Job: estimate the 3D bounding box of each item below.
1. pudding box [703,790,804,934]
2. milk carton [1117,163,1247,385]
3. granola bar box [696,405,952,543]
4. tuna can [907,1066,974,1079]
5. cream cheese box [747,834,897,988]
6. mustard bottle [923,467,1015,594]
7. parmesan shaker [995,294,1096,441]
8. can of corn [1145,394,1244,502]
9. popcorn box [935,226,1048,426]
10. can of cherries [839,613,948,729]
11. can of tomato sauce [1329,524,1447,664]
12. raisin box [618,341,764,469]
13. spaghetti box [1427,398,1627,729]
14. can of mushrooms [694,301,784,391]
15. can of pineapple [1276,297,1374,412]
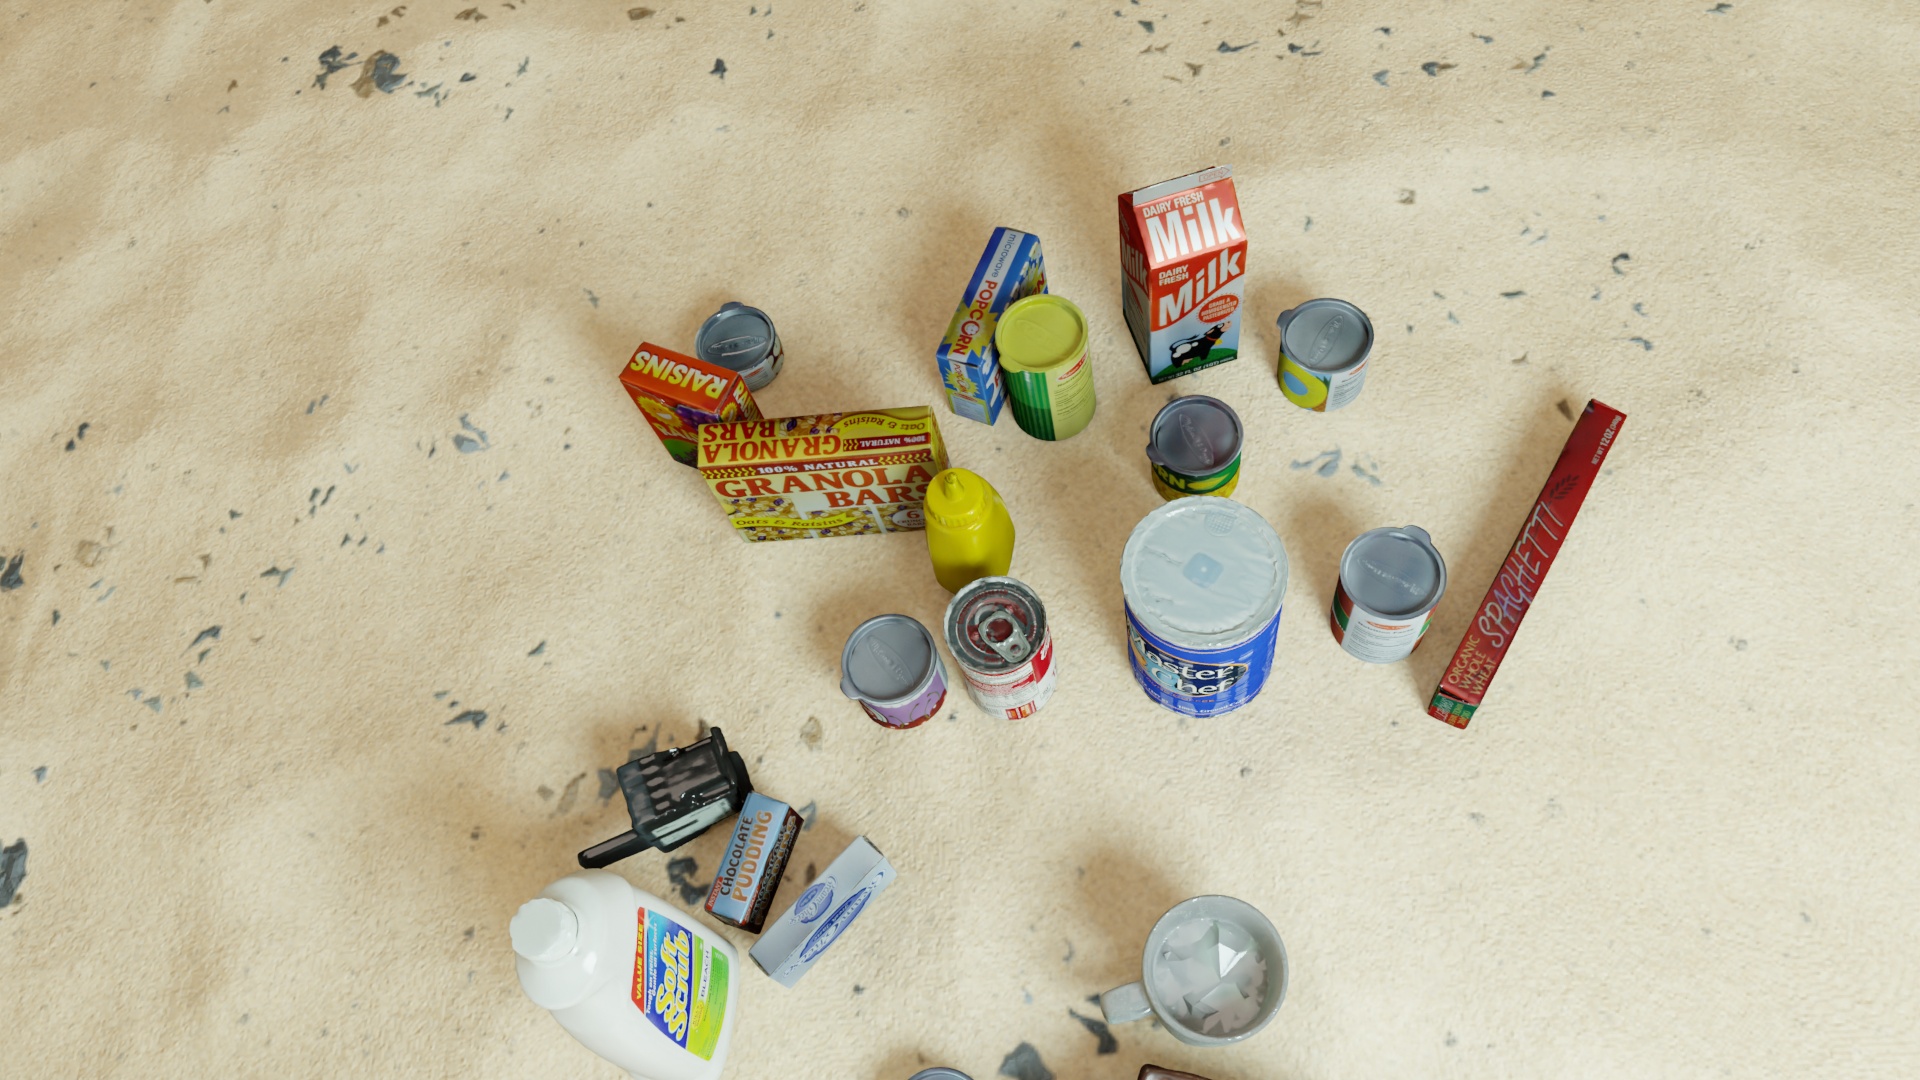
[{"bbox_3d":[-0.137,0.214,0.924,0.030,0.049,0.084,14,67,15],"label":"pudding box"},{"bbox_3d":[0.160,-0.200,1.004,0.072,0.189,0.074,-18,63,0],"label":"milk carton"},{"bbox_3d":[-0.092,-0.045,1.003,0.165,0.123,0.039,-4,64,7],"label":"granola bar box"},{"bbox_3d":[-0.008,0.358,0.843,0.071,0.032,0.071,-3,64,7],"label":"tuna can"},{"bbox_3d":[-0.088,0.241,0.902,0.024,0.053,0.104,39,75,23],"label":"cream cheese box"},{"bbox_3d":[0.003,-0.012,0.952,0.049,0.159,0.065,17,68,16],"label":"mustard bottle"},{"bbox_3d":[0.063,-0.124,1.031,0.071,0.102,0.071,-3,64,7],"label":"parmesan shaker"},{"bbox_3d":[0.169,-0.062,1.009,0.071,0.058,0.071,-3,64,7],"label":"can of corn"},{"bbox_3d":[0.027,-0.165,1.066,0.038,0.085,0.127,17,68,16],"label":"popcorn box"},{"bbox_3d":[-0.047,0.093,0.965,0.071,0.058,0.072,-3,64,7],"label":"can of cherries"},{"bbox_3d":[0.284,0.036,0.929,0.071,0.082,0.071,-3,64,7],"label":"can of tomato sauce"},{"bbox_3d":[-0.192,-0.091,1.042,0.086,0.123,0.040,20,69,17],"label":"raisin box"},{"bbox_3d":[0.385,0.015,0.943,0.029,0.050,0.251,27,71,20],"label":"spaghetti box"},{"bbox_3d":[-0.178,-0.156,1.122,0.071,0.033,0.071,-3,64,7],"label":"can of mushrooms"},{"bbox_3d":[0.269,-0.138,1.032,0.071,0.057,0.071,-3,64,7],"label":"can of pineapple"}]
